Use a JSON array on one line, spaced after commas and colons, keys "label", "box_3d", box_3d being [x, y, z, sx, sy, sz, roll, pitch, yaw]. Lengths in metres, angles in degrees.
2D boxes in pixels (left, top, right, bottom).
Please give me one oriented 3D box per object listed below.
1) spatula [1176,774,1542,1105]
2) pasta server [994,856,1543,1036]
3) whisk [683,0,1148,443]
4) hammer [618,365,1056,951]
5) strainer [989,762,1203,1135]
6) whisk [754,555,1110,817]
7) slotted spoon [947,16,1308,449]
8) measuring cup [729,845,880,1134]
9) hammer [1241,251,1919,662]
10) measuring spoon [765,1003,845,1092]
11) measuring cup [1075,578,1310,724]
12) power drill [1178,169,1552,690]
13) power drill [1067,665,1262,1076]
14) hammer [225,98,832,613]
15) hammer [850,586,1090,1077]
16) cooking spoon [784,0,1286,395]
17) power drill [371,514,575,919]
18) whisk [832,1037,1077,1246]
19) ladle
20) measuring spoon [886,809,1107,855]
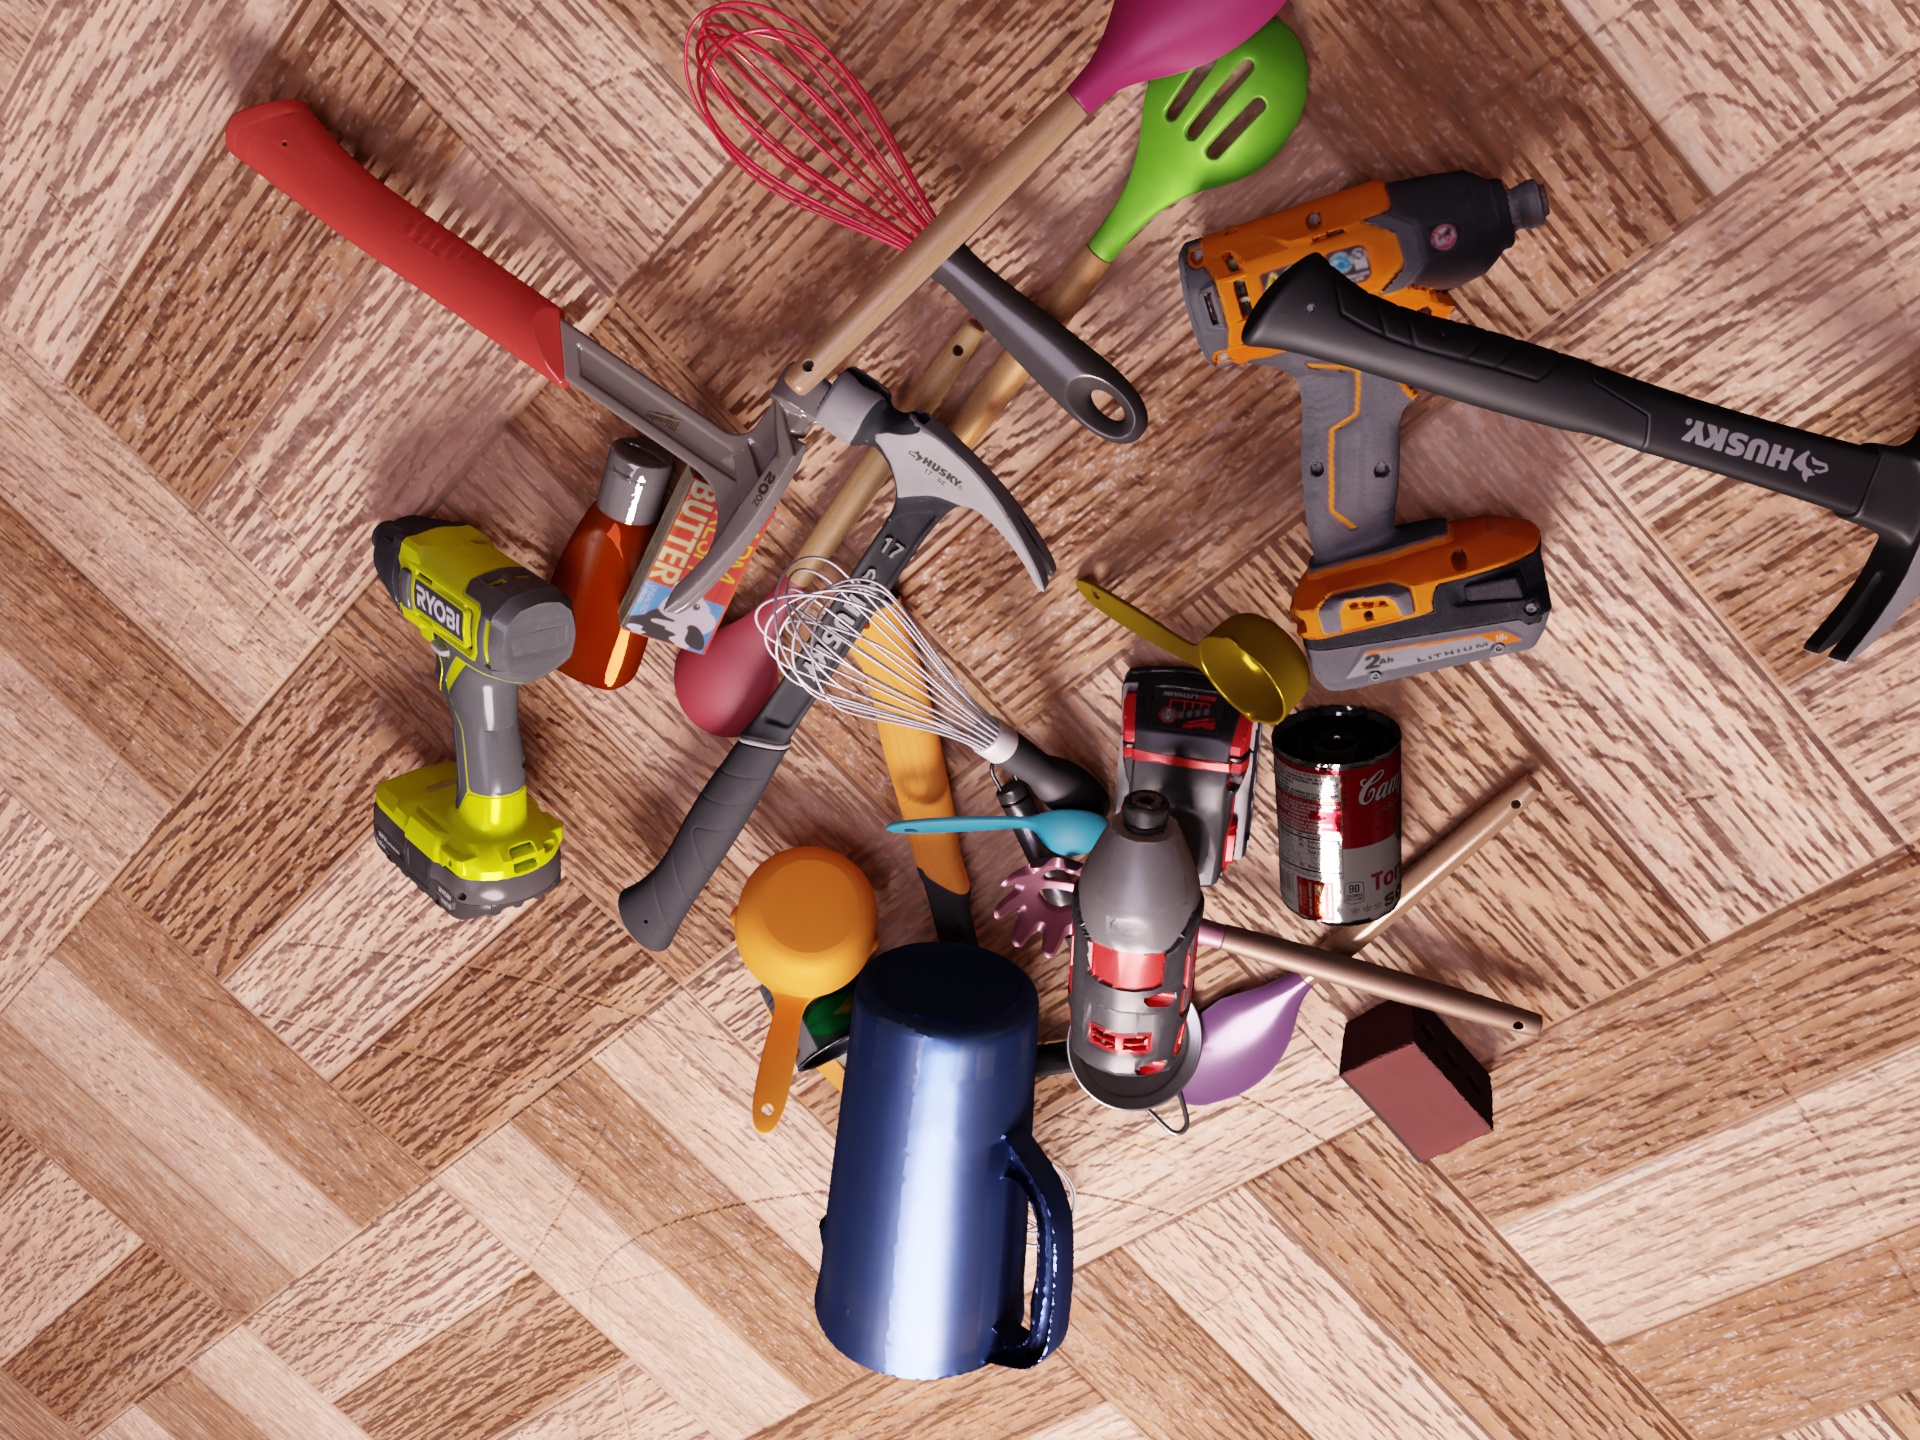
[{"label": "spatula", "box_3d": [0.222, 0.136, 0.932, 0.059, 0.018, 0.315, 37, 122, -5]}, {"label": "pasta server", "box_3d": [0.176, 0.135, 0.911, 0.316, 0.040, 0.060, 15, 115, 5]}, {"label": "whisk", "box_3d": [-0.021, -0.239, 0.778, 0.296, 0.073, 0.073, 42, 121, -4]}, {"label": "hammer", "box_3d": [-0.099, 0.000, 0.916, 0.149, 0.036, 0.408, 35, 123, -2]}, {"label": "strainer", "box_3d": [0.076, 0.135, 0.966, 0.087, 0.050, 0.258, -27, 102, -9]}, {"label": "whisk", "box_3d": [-0.001, -0.004, 0.840, 0.070, 0.070, 0.284, -27, 142, 27]}, {"label": "slotted spoon", "box_3d": [0.056, -0.213, 0.798, 0.070, 0.031, 0.313, 41, 122, 0]}, {"label": "measuring cup", "box_3d": [-0.100, 0.158, 0.956, 0.095, 0.174, 0.052, 12, 153, -4]}, {"label": "hammer", "box_3d": [0.285, -0.132, 0.698, 0.334, 0.035, 0.146, 15, 102, -6]}, {"label": "measuring spoon", "box_3d": [-0.095, 0.235, 1.087, 0.021, 0.011, 0.117, -33, 103, 29]}, {"label": "measuring cup", "box_3d": [0.119, -0.049, 0.829, 0.157, 0.029, 0.062, 35, 159, 43]}, {"label": "power drill", "box_3d": [0.212, -0.141, 0.757, 0.164, 0.084, 0.226, -14, 108, 21]}, {"label": "power drill", "box_3d": [0.103, 0.062, 0.812, 0.078, 0.220, 0.143, 8, 119, 13]}, {"label": "hammer", "box_3d": [-0.250, -0.213, 0.858, 0.359, 0.036, 0.149, 35, 93, 4]}, {"label": "hammer", "box_3d": [-0.008, 0.076, 0.964, 0.127, 0.034, 0.336, -5, 115, 21]}, {"label": "cooking spoon", "box_3d": [0.034, -0.264, 0.729, 0.319, 0.017, 0.069, -42, 86, 12]}, {"label": "power drill", "box_3d": [-0.306, -0.007, 0.974, 0.171, 0.080, 0.223, 30, 124, 35]}, {"label": "whisk", "box_3d": [-0.019, 0.264, 1.062, 0.246, 0.059, 0.058, 41, 84, -1]}, {"label": "ladle", "box_3d": [-0.078, -0.099, 0.901, 0.069, 0.031, 0.315, 37, 119, -4]}, {"label": "measuring spoon", "box_3d": [0.020, 0.068, 0.913, 0.128, 0.021, 0.042, -2, 159, 10]}]
